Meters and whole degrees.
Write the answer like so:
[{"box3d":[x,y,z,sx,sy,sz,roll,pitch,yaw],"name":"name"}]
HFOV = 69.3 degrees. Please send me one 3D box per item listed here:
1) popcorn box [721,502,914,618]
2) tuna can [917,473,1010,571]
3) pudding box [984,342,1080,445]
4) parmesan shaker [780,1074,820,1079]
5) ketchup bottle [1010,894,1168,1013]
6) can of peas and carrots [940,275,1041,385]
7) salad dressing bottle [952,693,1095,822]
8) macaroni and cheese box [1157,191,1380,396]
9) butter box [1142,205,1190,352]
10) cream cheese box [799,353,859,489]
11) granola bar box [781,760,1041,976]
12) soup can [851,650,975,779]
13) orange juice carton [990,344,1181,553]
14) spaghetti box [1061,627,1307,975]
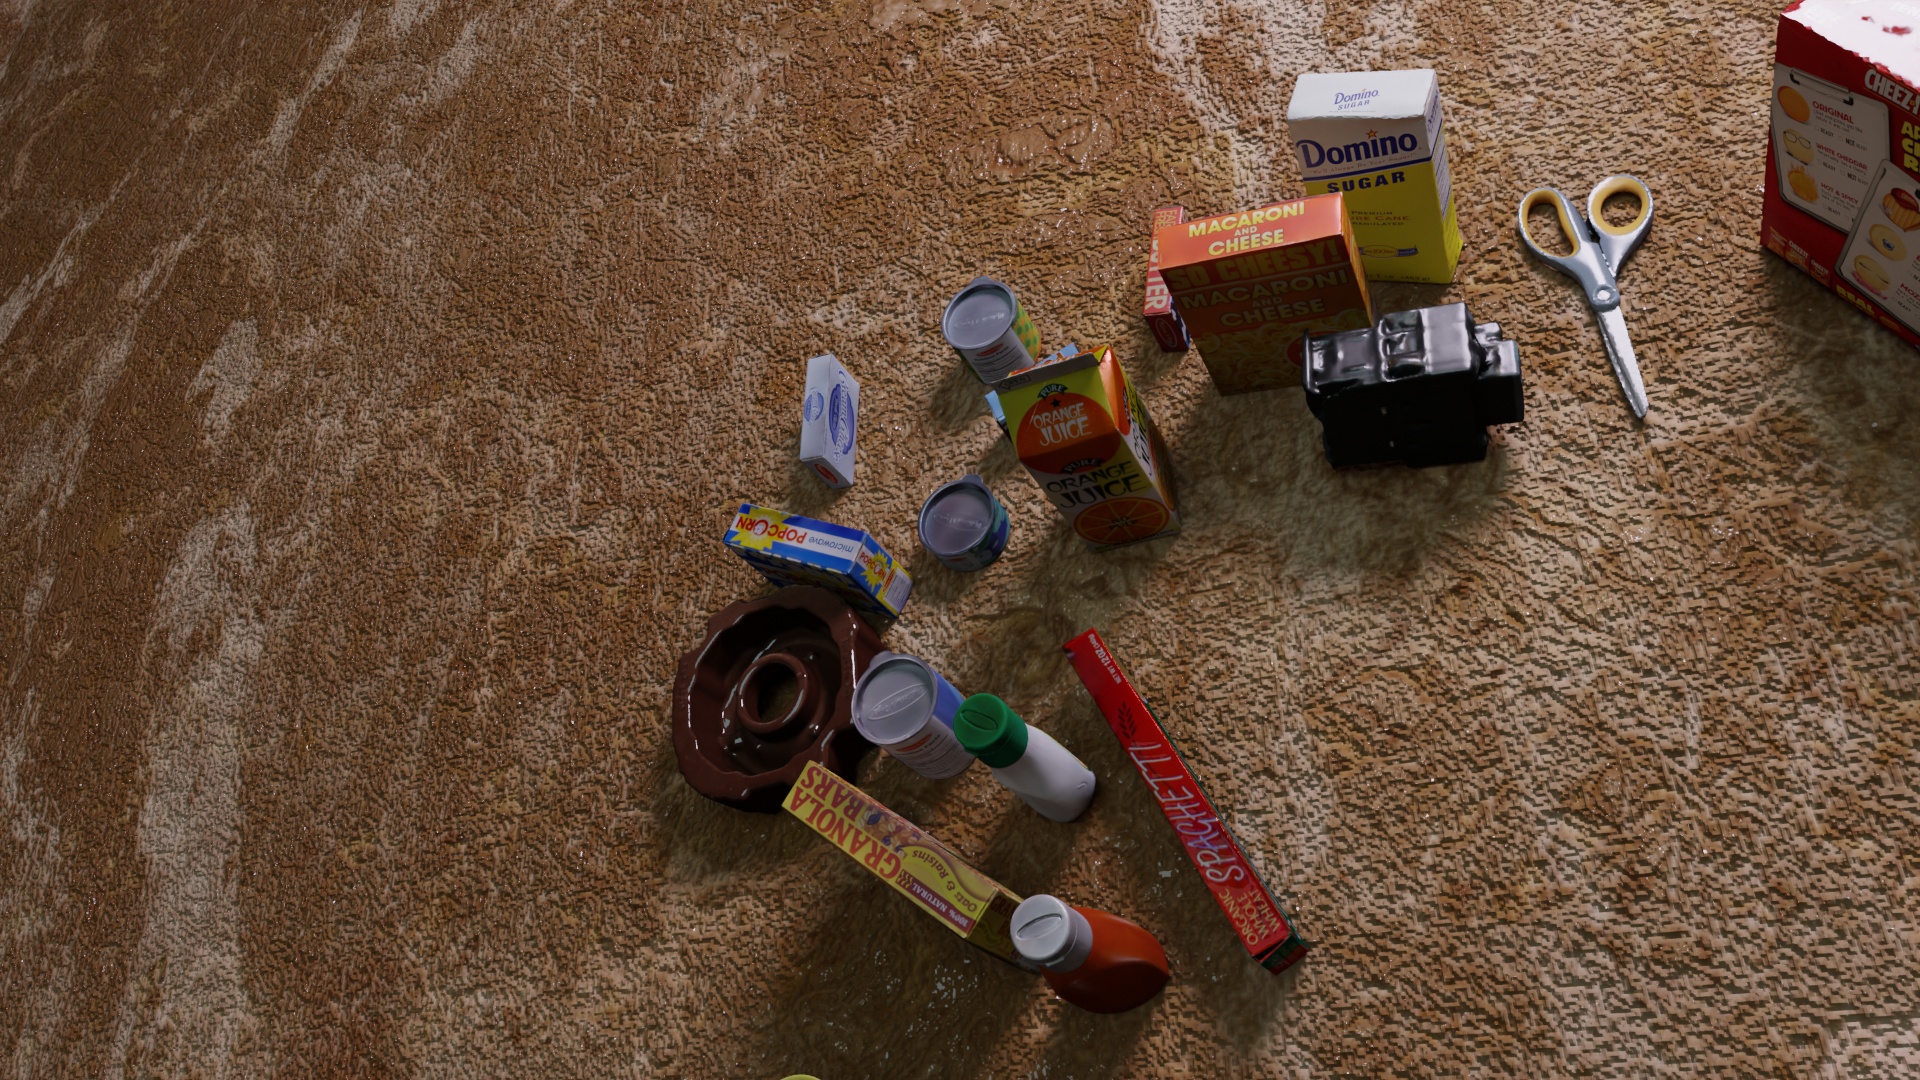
[{"box3d":[-0.110,0.016,1.081,0.127,0.085,0.038,13,71,31],"name":"popcorn box"},{"box3d":[0.004,-0.013,1.073,0.071,0.032,0.071,-12,59,21],"name":"tuna can"},{"box3d":[0.066,-0.112,1.085,0.083,0.049,0.030,-31,54,8],"name":"pudding box"},{"box3d":[-0.079,0.373,0.860,0.071,0.103,0.071,-12,59,21],"name":"parmesan shaker"},{"box3d":[0.074,0.245,0.825,0.064,0.148,0.044,-27,55,12],"name":"ketchup bottle"},{"box3d":[0.026,-0.170,1.132,0.071,0.058,0.071,-12,59,21],"name":"can of peas and carrots"},{"box3d":[0.041,0.141,0.899,0.064,0.147,0.044,19,74,33],"name":"salad dressing bottle"},{"box3d":[0.219,-0.167,0.967,0.123,0.166,0.040,-7,61,24],"name":"macaroni and cheese box"},{"box3d":[0.165,-0.204,1.085,0.024,0.053,0.104,-3,63,25],"name":"butter box"},{"box3d":[-0.109,-0.099,1.164,0.024,0.053,0.104,-11,60,21],"name":"cream cheese box"},{"box3d":[-0.024,0.215,0.905,0.166,0.124,0.039,27,78,35],"name":"granola bar box"},{"box3d":[-0.030,0.123,0.983,0.071,0.083,0.071,-12,59,21],"name":"soup can"},{"box3d":[0.090,-0.069,0.962,0.072,0.192,0.073,-14,59,20],"name":"orange juice carton"},{"box3d":[0.141,0.163,0.898,0.028,0.050,0.251,-35,54,6],"name":"spaghetti box"}]
